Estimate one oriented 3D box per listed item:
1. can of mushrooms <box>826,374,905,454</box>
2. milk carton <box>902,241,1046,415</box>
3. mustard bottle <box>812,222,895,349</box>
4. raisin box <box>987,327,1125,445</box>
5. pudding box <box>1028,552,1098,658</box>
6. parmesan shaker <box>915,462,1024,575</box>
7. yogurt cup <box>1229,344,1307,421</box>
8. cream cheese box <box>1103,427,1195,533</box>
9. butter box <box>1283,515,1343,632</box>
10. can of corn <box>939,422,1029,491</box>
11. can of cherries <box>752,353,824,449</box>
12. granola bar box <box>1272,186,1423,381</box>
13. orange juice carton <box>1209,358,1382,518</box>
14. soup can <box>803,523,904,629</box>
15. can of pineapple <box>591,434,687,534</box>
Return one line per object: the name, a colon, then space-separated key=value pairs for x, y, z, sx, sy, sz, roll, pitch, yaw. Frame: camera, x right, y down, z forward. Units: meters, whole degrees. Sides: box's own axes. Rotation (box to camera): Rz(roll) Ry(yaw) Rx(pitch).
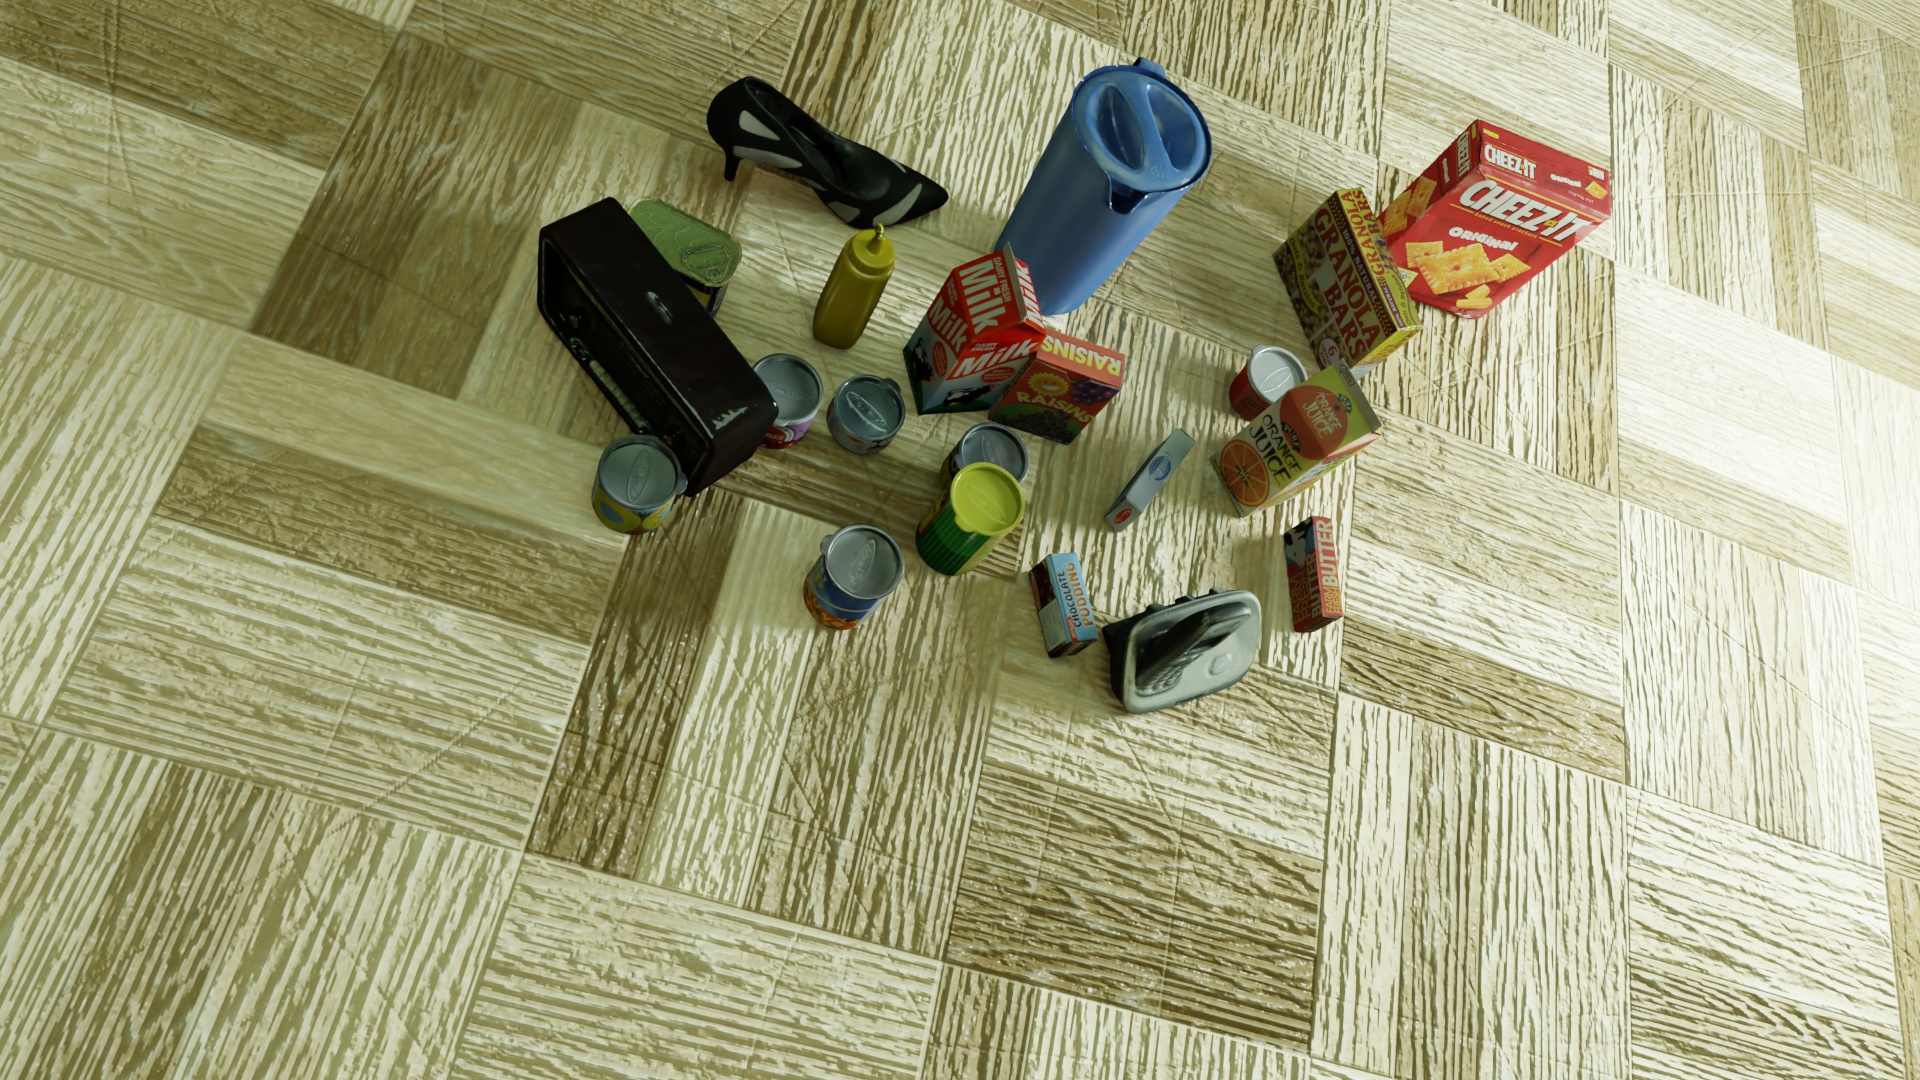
can of mushrooms: x=-0.084 y=-0.114 z=1.244 sx=0.071 sy=0.033 sz=0.071 roll=8 pitch=66 yaw=-18
milk carton: x=0.016 y=-0.183 z=1.222 sx=0.073 sy=0.189 sz=0.072 roll=-7 pitch=71 yaw=-23
mustard bottle: x=-0.090 y=-0.228 z=1.218 sx=0.049 sy=0.159 sz=0.065 roll=19 pitch=63 yaw=-13
raisin box: x=0.086 y=-0.139 z=1.268 sx=0.086 sy=0.123 sz=0.040 roll=18 pitch=64 yaw=-13
pudding box: x=0.090 y=0.057 z=1.228 sx=0.030 sy=0.049 sz=0.084 roll=-5 pitch=71 yaw=-23
parmesan shaker: x=0.004 y=-0.015 z=1.196 sx=0.071 sy=0.102 sz=0.071 roll=8 pitch=66 yaw=-18
yogurt cup: x=0.307 y=-0.153 z=1.397 sx=0.072 sy=0.053 sz=0.072 roll=8 pitch=66 yaw=-18
cream cheese box: x=0.177 y=-0.057 z=1.307 sx=0.024 sy=0.053 sz=0.104 roll=40 pitch=60 yaw=-1
butter box: x=0.337 y=0.033 z=1.330 sx=0.024 sy=0.053 sz=0.104 roll=7 pitch=66 yaw=-18
can of corn: x=0.018 y=-0.064 z=1.247 sx=0.071 sy=0.058 sz=0.071 roll=8 pitch=66 yaw=-18
can of cherries: x=-0.158 y=-0.118 z=1.204 sx=0.071 sy=0.058 sz=0.072 roll=8 pitch=66 yaw=-18
granola bar box: x=0.396 y=-0.260 z=1.435 sx=0.039 sy=0.123 sz=0.166 roll=-11 pitch=73 yaw=-24
orange juice carton: x=0.321 y=-0.096 z=1.298 sx=0.073 sy=0.192 sz=0.072 roll=-21 pitch=77 yaw=-27
soup can: x=-0.092 y=0.030 z=1.151 sx=0.071 sy=0.083 sz=0.071 roll=8 pitch=66 yaw=-18
can of pineapple: x=-0.263 y=-0.043 z=1.133 sx=0.071 sy=0.057 sz=0.071 roll=8 pitch=66 yaw=-18
